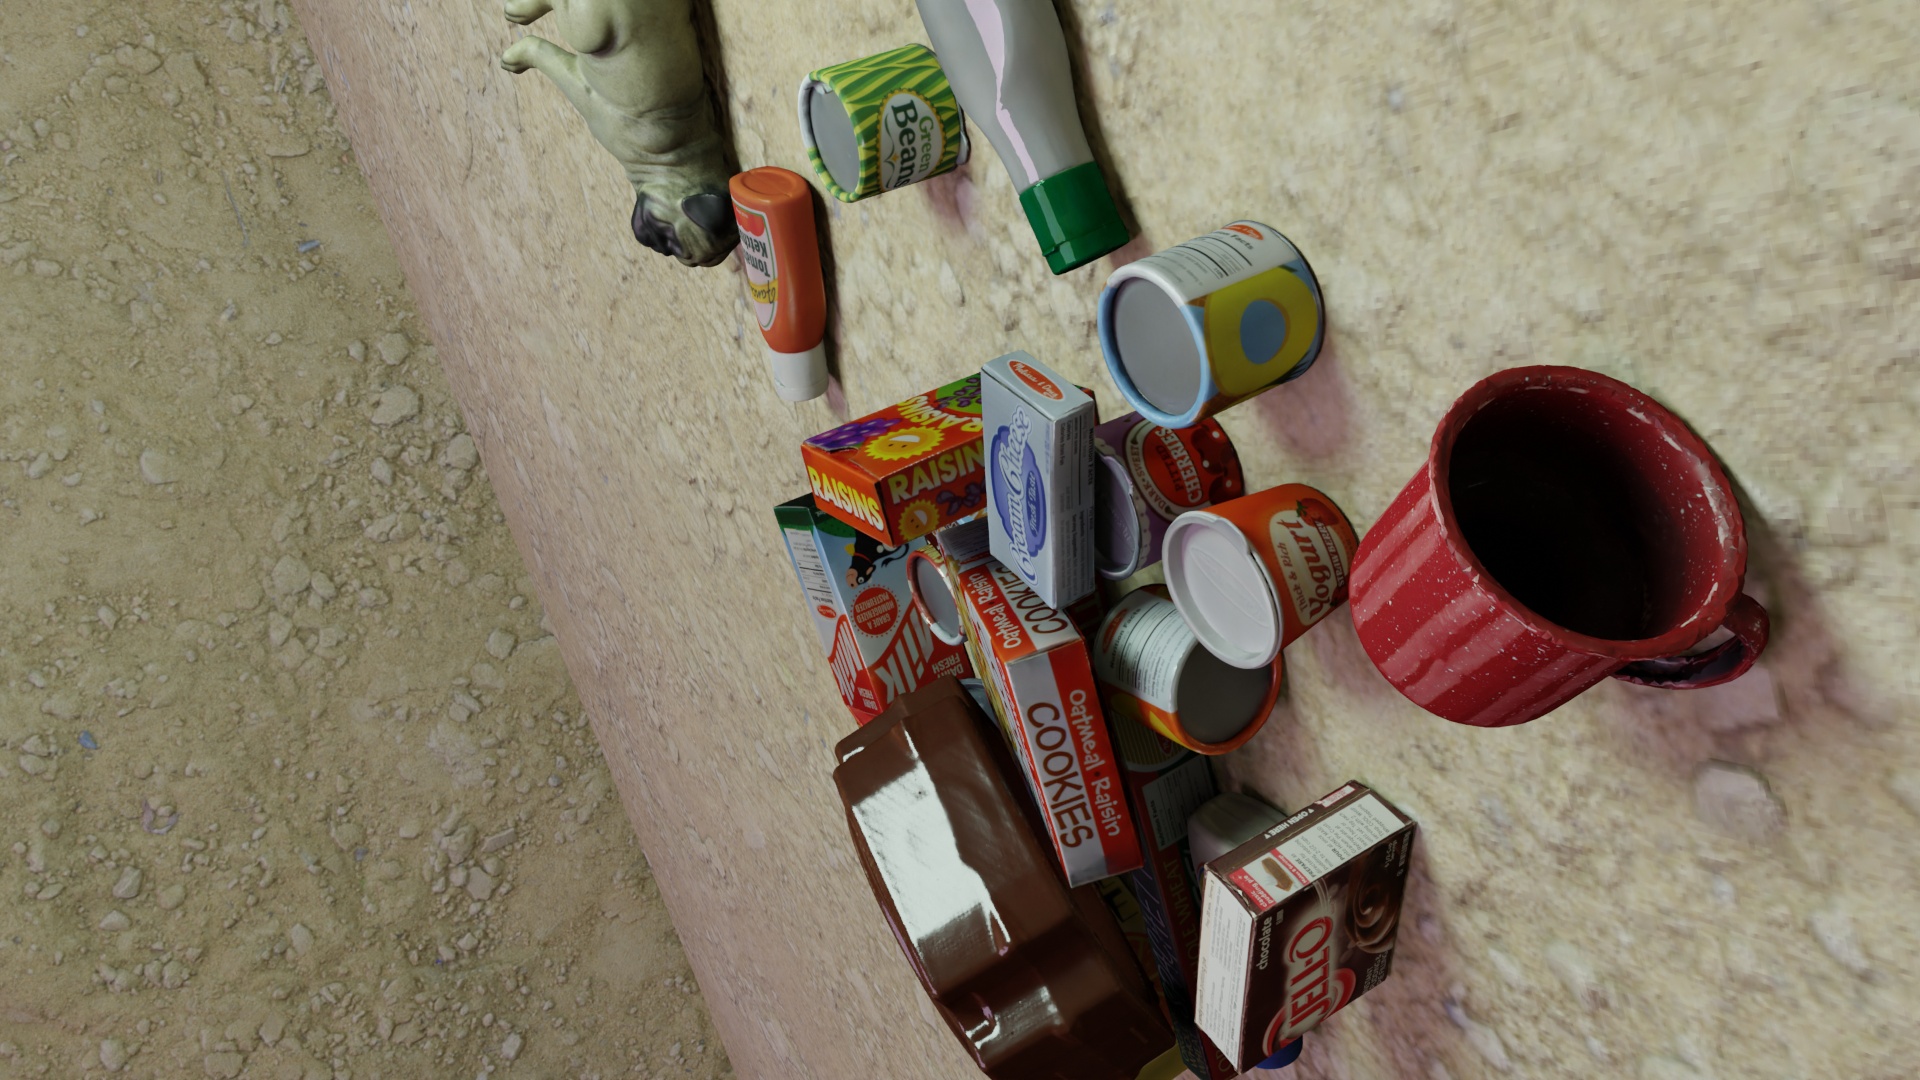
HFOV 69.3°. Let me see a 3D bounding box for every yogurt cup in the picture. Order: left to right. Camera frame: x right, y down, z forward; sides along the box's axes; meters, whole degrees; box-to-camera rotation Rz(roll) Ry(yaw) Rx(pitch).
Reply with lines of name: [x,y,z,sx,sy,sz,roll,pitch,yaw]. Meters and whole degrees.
yogurt cup: [0.123,0.011,0.562,0.072,0.054,0.072,46,149,38]

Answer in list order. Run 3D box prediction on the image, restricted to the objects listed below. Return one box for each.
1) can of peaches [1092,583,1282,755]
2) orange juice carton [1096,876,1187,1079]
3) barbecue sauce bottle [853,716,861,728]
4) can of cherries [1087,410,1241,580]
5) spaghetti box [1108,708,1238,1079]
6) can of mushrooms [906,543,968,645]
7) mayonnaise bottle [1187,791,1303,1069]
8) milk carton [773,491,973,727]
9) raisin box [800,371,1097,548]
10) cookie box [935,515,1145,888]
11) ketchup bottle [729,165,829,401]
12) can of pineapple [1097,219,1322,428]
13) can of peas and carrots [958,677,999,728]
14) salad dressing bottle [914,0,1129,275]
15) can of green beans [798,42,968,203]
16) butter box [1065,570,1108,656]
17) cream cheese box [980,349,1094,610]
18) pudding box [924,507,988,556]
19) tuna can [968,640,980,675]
can of peaches: [0.105,0.058,0.632,0.058,0.071,0.071,20,130,57]
orange juice carton: [0.069,0.246,0.864,0.193,0.073,0.071,50,154,32]
barbecue sauce bottle: [-0.045,0.159,1.056,0.148,0.044,0.064,66,155,-2]
can of cherries: [0.082,-0.024,0.609,0.072,0.058,0.071,46,149,39]
spaghetti box: [0.117,0.173,0.729,0.029,0.050,0.249,18,128,61]
can of mushrooms: [-0.004,0.028,0.864,0.071,0.033,0.070,47,150,37]
mayonnaise bottle: [0.150,0.200,0.697,0.065,0.041,0.147,28,135,52]
milk carton: [-0.053,0.053,0.940,0.073,0.072,0.190,3,113,63]
raisin box: [-0.005,-0.045,0.687,0.086,0.124,0.040,27,136,55]
cookie box: [0.037,0.072,0.685,0.168,0.040,0.122,-120,11,-67]
ketchup bottle: [-0.112,-0.162,0.897,0.065,0.044,0.148,40,146,44]
can of pineapple: [0.094,-0.081,0.531,0.071,0.058,0.070,45,149,38]
can of peas and carrots: [0.002,0.130,0.899,0.071,0.071,0.058,56,155,20]
salad dressing bottle: [0.027,-0.187,0.591,0.064,0.044,0.147,-14,100,64]
can of green beans: [-0.040,-0.207,0.690,0.071,0.058,0.071,45,149,38]
butter box: [0.053,0.020,0.749,0.053,0.024,0.103,26,134,56]
cream cheese box: [0.034,-0.025,0.602,0.053,0.024,0.103,43,147,44]
pudding box: [0.003,-0.010,0.818,0.084,0.030,0.049,48,150,33]
tuna can: [0.034,0.065,0.820,0.071,0.033,0.070,45,149,37]
